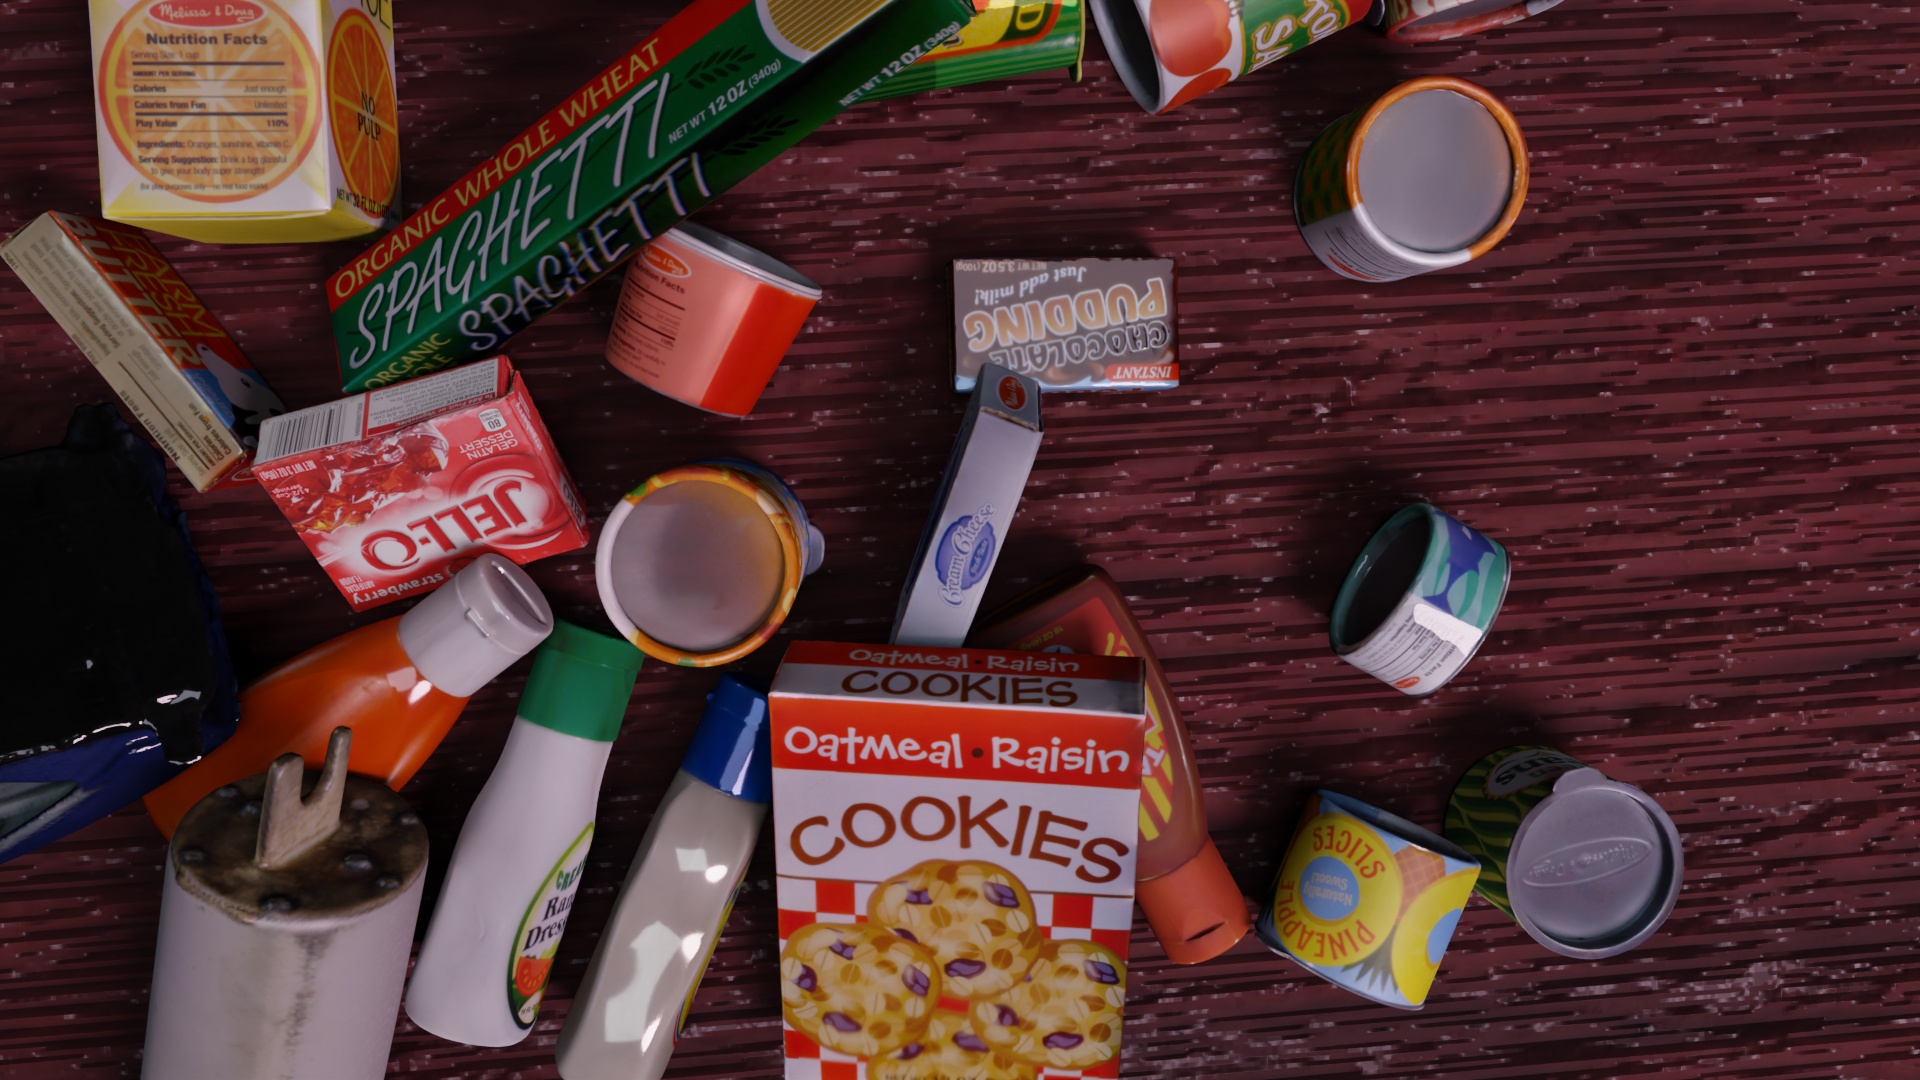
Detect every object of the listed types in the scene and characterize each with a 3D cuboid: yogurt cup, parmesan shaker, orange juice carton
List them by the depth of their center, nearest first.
[{"bbox_3d":[-0.238,-0.200,0.463,0.073,0.072,0.192,-1,95,-4],"label":"orange juice carton"},{"bbox_3d":[-0.014,-0.186,0.482,0.103,0.071,0.071,-11,96,-3],"label":"parmesan shaker"},{"bbox_3d":[-0.089,-0.078,0.488,0.072,0.072,0.054,24,101,-5],"label":"yogurt cup"}]

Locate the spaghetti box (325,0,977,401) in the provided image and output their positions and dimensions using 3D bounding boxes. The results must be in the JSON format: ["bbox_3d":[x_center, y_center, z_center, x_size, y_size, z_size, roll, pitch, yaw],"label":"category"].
[{"bbox_3d":[-0.110,-0.121,0.448,0.249,0.028,0.050,-28,65,20],"label":"spaghetti box"}]

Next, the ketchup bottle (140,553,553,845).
[{"bbox_3d":[-0.212,0.061,0.490,0.148,0.043,0.064,-36,99,8],"label":"ketchup bottle"}]

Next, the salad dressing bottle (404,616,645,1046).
[{"bbox_3d":[-0.154,0.102,0.501,0.044,0.064,0.147,17,86,5],"label":"salad dressing bottle"}]

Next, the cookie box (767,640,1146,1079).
[{"bbox_3d":[-0.001,0.118,0.490,0.123,0.040,0.166,3,114,4],"label":"cookie box"}]

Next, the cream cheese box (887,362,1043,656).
[{"bbox_3d":[0.002,-0.006,0.489,0.024,0.053,0.103,19,113,-4],"label":"cream cheese box"}]

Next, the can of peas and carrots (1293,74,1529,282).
[{"bbox_3d":[0.162,-0.131,0.502,0.071,0.059,0.071,0,95,-4],"label":"can of peas and carrots"}]

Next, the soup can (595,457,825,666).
[{"bbox_3d":[-0.084,0.005,0.484,0.071,0.084,0.071,0,95,-4],"label":"soup can"}]

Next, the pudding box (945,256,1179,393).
[{"bbox_3d":[0.037,-0.079,0.512,0.084,0.030,0.049,-1,96,-4],"label":"pudding box"}]

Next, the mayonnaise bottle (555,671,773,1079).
[{"bbox_3d":[-0.099,0.122,0.505,0.041,0.065,0.148,24,89,-5],"label":"mayonnaise bottle"}]

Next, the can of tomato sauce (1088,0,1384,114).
[{"bbox_3d":[0.094,-0.196,0.489,0.083,0.071,0.071,-25,96,-1],"label":"can of tomato sauce"}]

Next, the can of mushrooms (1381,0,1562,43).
[{"bbox_3d":[0.179,-0.202,0.495,0.071,0.071,0.033,-11,97,-3],"label":"can of mushrooms"}]

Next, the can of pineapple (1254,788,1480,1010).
[{"bbox_3d":[0.151,0.132,0.518,0.071,0.071,0.058,22,92,-5],"label":"can of pineapple"}]

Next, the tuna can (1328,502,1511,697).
[{"bbox_3d":[0.168,0.019,0.513,0.033,0.071,0.071,29,92,-5],"label":"tuna can"}]

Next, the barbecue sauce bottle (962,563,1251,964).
[{"bbox_3d":[0.060,0.086,0.520,0.065,0.044,0.148,-28,96,4],"label":"barbecue sauce bottle"}]

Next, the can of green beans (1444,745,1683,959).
[{"bbox_3d":[0.226,0.116,0.527,0.071,0.058,0.071,0,95,-4],"label":"can of green beans"}]

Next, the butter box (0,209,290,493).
[{"bbox_3d":[-0.275,-0.065,0.481,0.024,0.053,0.103,-38,95,3],"label":"butter box"}]
